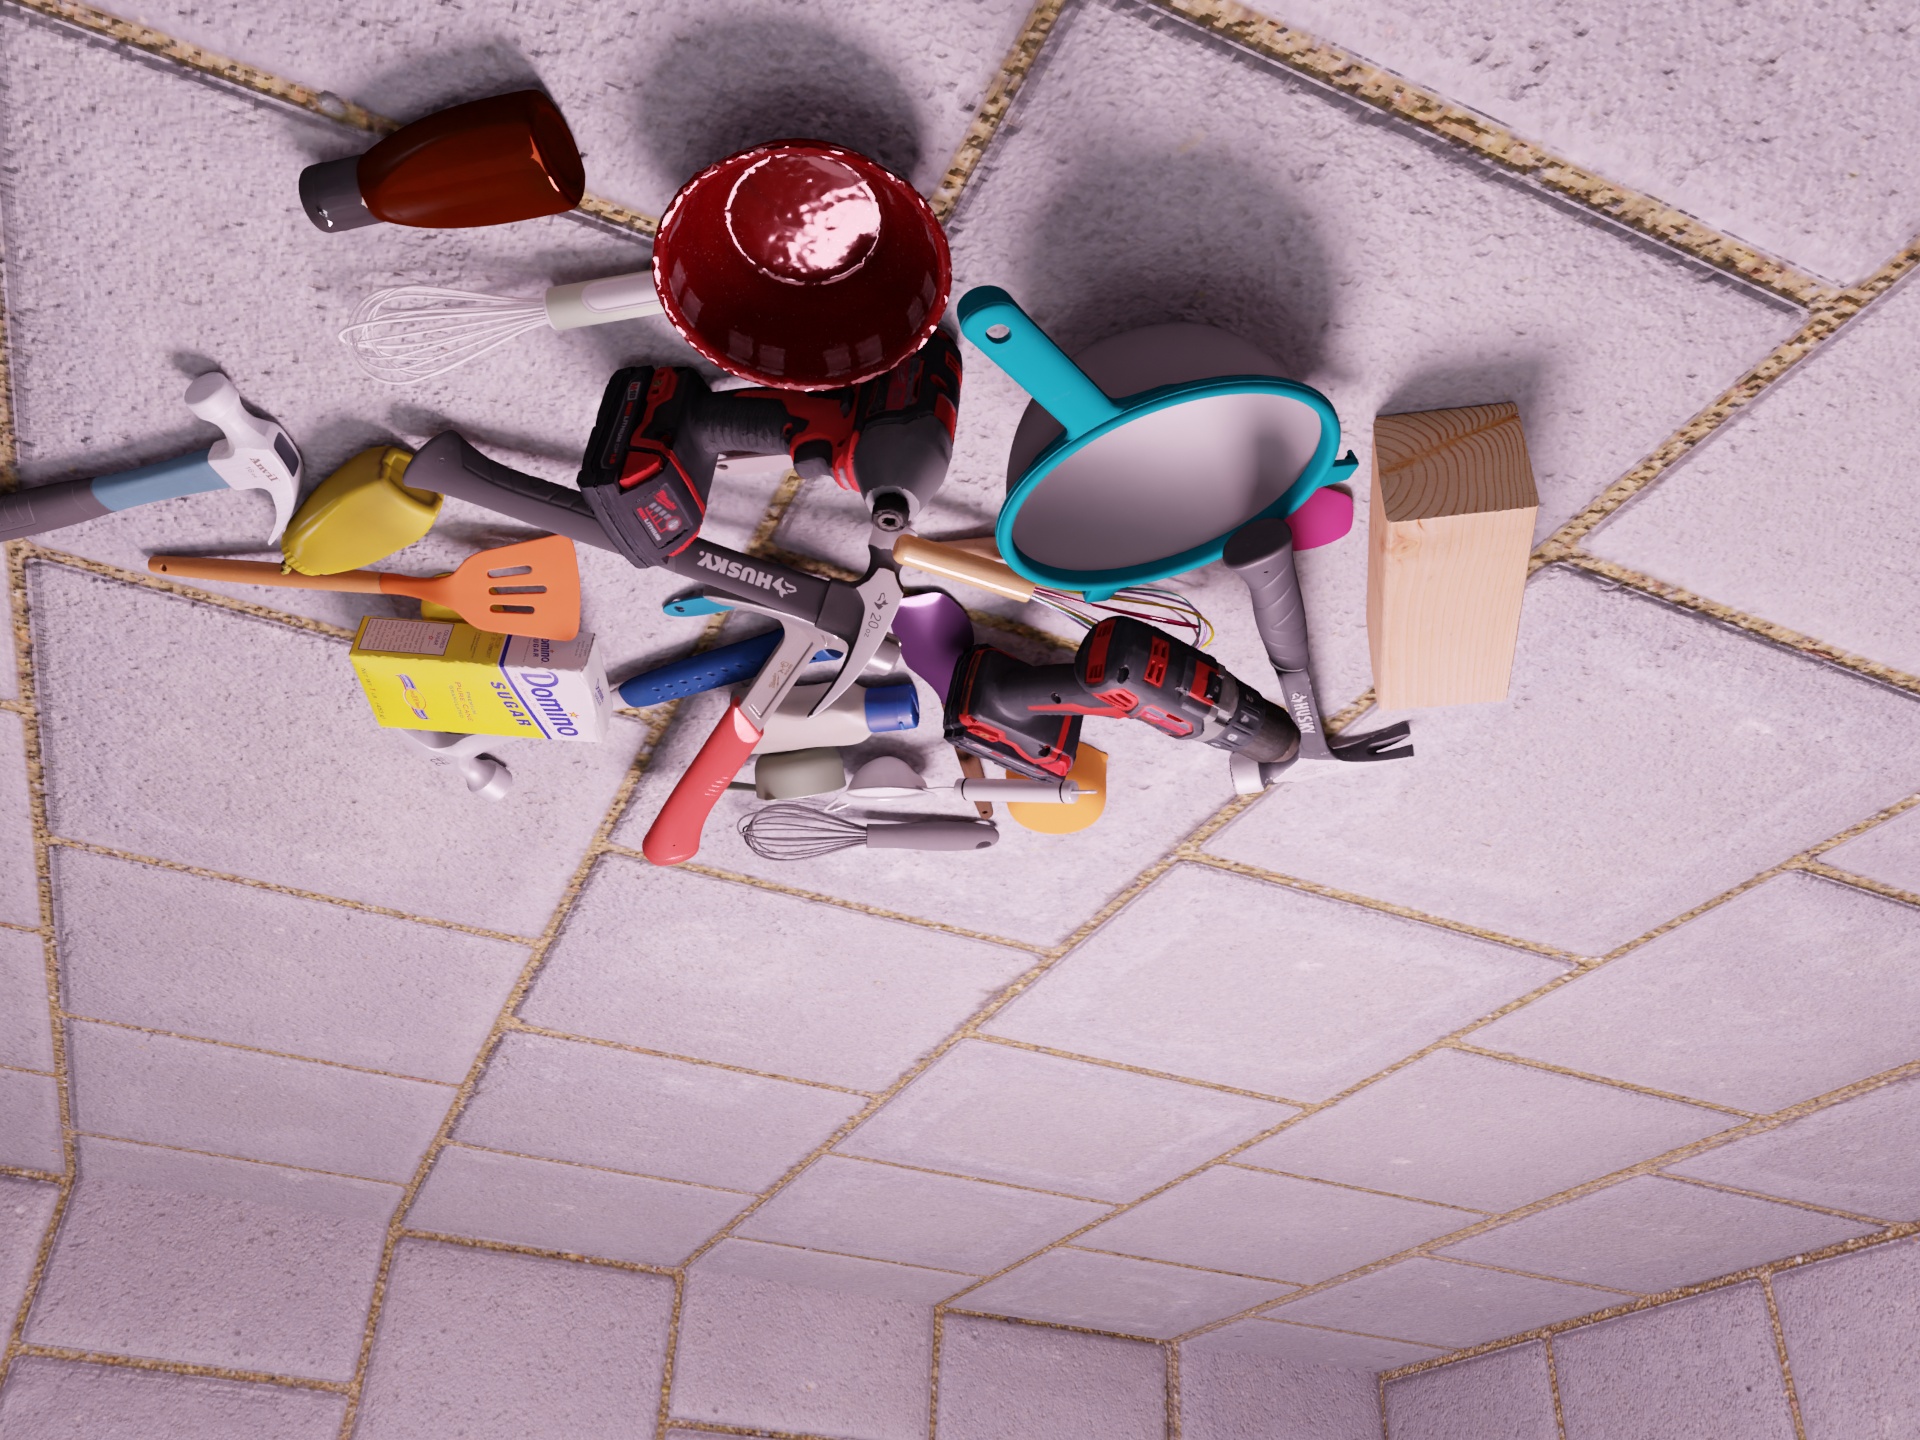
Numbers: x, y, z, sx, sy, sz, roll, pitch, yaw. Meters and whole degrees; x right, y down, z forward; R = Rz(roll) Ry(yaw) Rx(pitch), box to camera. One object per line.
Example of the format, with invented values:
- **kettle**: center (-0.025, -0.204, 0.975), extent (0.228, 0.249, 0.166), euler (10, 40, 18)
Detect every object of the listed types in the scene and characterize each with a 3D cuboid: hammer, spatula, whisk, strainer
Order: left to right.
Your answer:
- **hammer**: center (-0.602, -0.155, 1.100), extent (0.331, 0.033, 0.128), euler (-9, 144, 17)
- **spatula**: center (-0.437, -0.104, 1.159), extent (0.322, 0.041, 0.081), euler (5, 112, 9)
- **whisk**: center (-0.247, -0.241, 0.934), extent (0.246, 0.058, 0.059), euler (-7, 180, 8)
- **hammer**: center (-0.279, -0.019, 1.277), extent (0.405, 0.035, 0.143), euler (-15, 143, 25)
- **hammer**: center (-0.206, -0.114, 1.070), extent (0.334, 0.146, 0.035), euler (19, 173, -10)
- **hammer**: center (-0.188, 0.014, 1.248), extent (0.149, 0.037, 0.359), euler (20, 139, -19)
- **whisk**: center (-0.083, 0.102, 1.442), extent (0.239, 0.055, 0.055), euler (1, 147, -6)
- **strainer**: center (-0.004, 0.055, 1.326), extent (0.258, 0.050, 0.086), euler (0, 170, 30)
- **spatula**: center (-0.002, -0.004, 1.296), extent (0.060, 0.018, 0.315), euler (-10, 145, 5)
- **whisk**: center (0.070, -0.090, 1.111), extent (0.244, 0.051, 0.047), euler (15, 175, -19)
- **strainer**: center (0.080, -0.186, 0.900), extent (0.211, 0.095, 0.340), euler (-26, 154, 22)
- **hammer**: center (0.245, -0.036, 1.151), extent (0.149, 0.036, 0.408), euler (-10, 155, 14)

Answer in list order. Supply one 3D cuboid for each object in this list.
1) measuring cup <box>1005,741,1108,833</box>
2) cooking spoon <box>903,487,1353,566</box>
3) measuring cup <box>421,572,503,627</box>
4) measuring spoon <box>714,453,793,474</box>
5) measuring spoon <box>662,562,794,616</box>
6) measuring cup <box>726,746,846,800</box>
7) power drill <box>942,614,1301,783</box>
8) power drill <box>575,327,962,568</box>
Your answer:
- **measuring cup**: center (0.063, 0.040, 1.324), extent (0.095, 0.052, 0.173), euler (-13, 145, 22)
- **cooking spoon**: center (0.109, -0.126, 1.101), extent (0.319, 0.017, 0.068), euler (-4, 144, 10)
- **measuring cup**: center (-0.401, -0.059, 1.230), extent (0.062, 0.029, 0.156), euler (20, 140, -24)
- **measuring spoon**: center (-0.116, -0.178, 1.049), extent (0.124, 0.018, 0.034), euler (-4, 160, 22)
- **measuring spoon**: center (-0.169, -0.097, 1.176), extent (0.128, 0.021, 0.042), euler (-8, 147, 31)
- **measuring cup**: center (-0.171, 0.041, 1.358), extent (0.168, 0.038, 0.083), euler (1, -170, 38)
- **power drill**: center (0.115, -0.007, 1.157), extent (0.187, 0.080, 0.227), euler (23, 161, -32)
- **power drill**: center (-0.109, -0.161, 0.955), extent (0.219, 0.143, 0.078), euler (-5, 143, 16)
